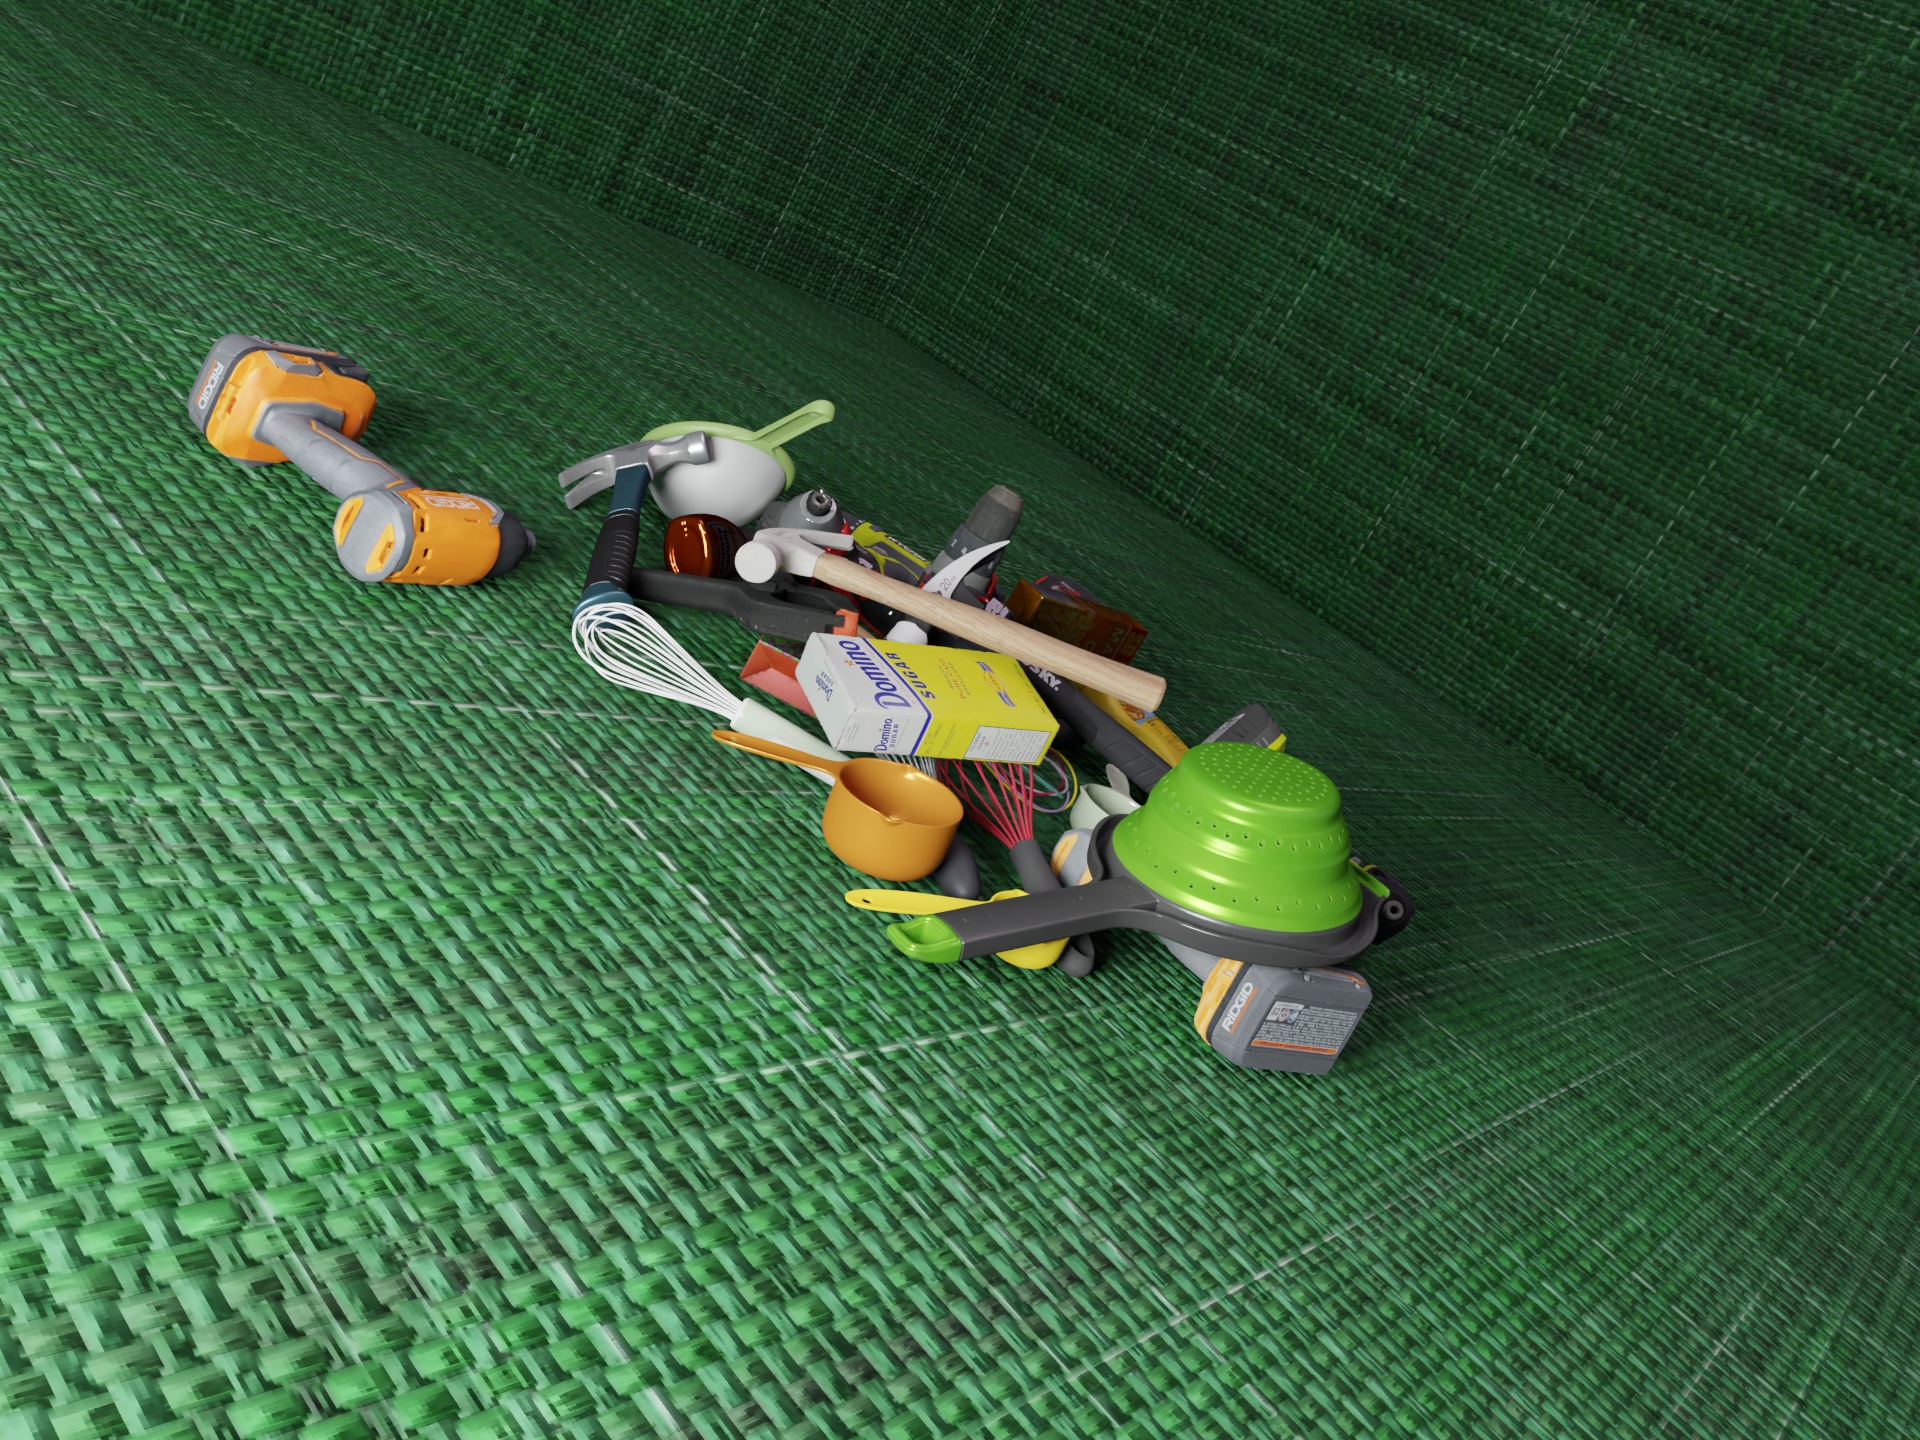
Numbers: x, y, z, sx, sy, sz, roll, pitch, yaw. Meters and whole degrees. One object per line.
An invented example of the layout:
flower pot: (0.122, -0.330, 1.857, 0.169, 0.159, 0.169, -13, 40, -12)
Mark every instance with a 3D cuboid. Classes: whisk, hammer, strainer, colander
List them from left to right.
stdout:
hammer: (-0.275, -0.158, 1.295, 0.128, 0.033, 0.331, -11, 30, 1)
whisk: (-0.163, -0.009, 1.124, 0.246, 0.057, 0.059, 31, 51, -6)
strainer: (-0.201, -0.228, 1.473, 0.151, 0.069, 0.256, 20, -23, -37)
whisk: (-0.028, 0.043, 1.166, 0.070, 0.070, 0.285, 21, 24, -27)
hammer: (-0.002, -0.078, 1.213, 0.331, 0.031, 0.130, 21, 18, 2)
whisk: (-0.001, -0.006, 1.312, 0.245, 0.047, 0.051, 37, 11, -11)
whisk: (0.041, 0.084, 1.168, 0.073, 0.073, 0.296, 20, 26, -29)
whisk: (0.070, 0.009, 1.446, 0.055, 0.055, 0.239, 37, 14, 22)
hammer: (0.102, -0.009, 1.316, 0.334, 0.035, 0.146, 39, 57, -5)
colander: (0.129, 0.083, 1.038, 0.397, 0.094, 0.205, -6, 28, -36)

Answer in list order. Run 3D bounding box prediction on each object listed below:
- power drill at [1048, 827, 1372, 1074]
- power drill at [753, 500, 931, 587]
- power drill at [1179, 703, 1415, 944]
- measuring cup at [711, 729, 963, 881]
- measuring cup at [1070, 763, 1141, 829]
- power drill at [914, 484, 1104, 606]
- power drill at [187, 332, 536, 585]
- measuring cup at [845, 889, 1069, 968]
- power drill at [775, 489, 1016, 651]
power drill: (0.191, 0.160, 1.156, 0.185, 0.084, 0.226, 15, 17, -40)
power drill: (-0.120, -0.163, 1.578, 0.190, 0.080, 0.228, 34, 14, 12)
power drill: (0.296, 0.095, 1.371, 0.223, 0.080, 0.171, 49, -2, 3)
measuring cup: (-0.087, 0.055, 1.051, 0.173, 0.052, 0.095, 18, 21, -1)
measuring cup: (0.129, 0.076, 1.364, 0.083, 0.038, 0.168, 28, 15, -5)
power drill: (0.048, -0.122, 1.553, 0.226, 0.188, 0.080, 15, 20, -51)
power drill: (-0.412, -0.175, 1.123, 0.227, 0.084, 0.164, 40, 18, 17)
measuring cup: (-0.003, 0.131, 1.021, 0.156, 0.029, 0.062, 9, 25, -22)
power drill: (-0.068, -0.111, 1.378, 0.219, 0.078, 0.143, 37, -25, 2)
